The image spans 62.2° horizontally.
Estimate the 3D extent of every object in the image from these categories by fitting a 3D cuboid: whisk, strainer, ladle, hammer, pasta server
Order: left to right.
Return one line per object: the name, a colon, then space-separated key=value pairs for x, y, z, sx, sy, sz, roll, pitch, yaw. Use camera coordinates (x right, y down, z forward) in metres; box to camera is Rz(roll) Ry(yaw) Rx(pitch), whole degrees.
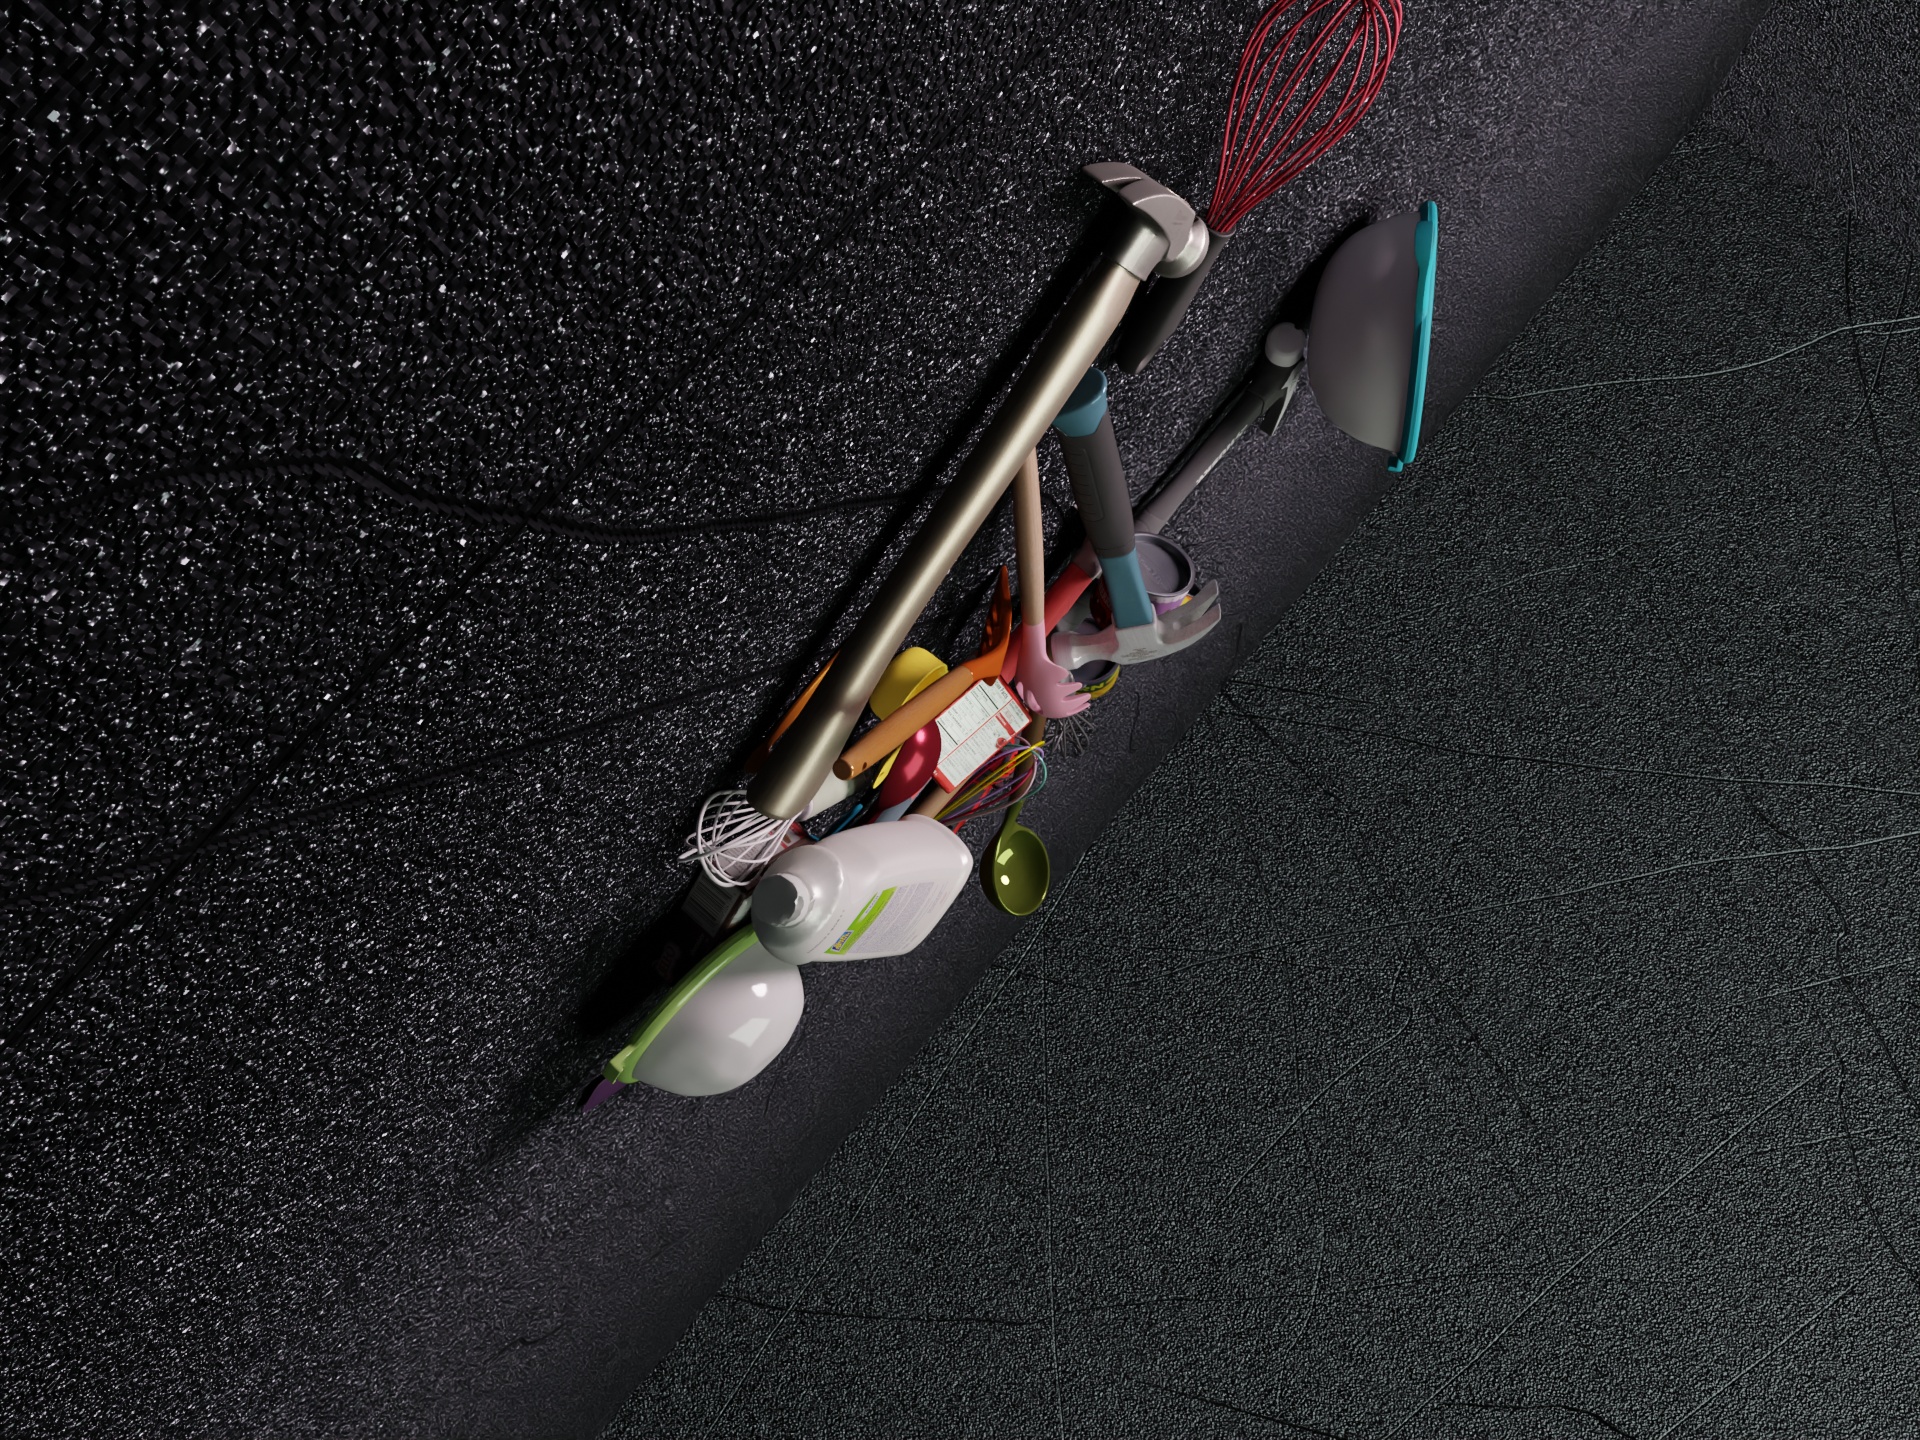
strainer: x=-0.155 y=0.221 z=1.115 sx=0.151 sy=0.069 sz=0.256 roll=-44 pitch=168 yaw=-13
whisk: x=-0.110 y=0.056 z=1.024 sx=0.059 sy=0.058 sz=0.246 roll=-18 pitch=-177 yaw=21
ladle: x=-0.090 y=0.098 z=1.184 sx=0.315 sy=0.031 sz=0.069 roll=-50 pitch=178 yaw=43
whisk: x=-0.015 y=0.080 z=1.312 sx=0.245 sy=0.051 sz=0.047 roll=-37 pitch=-159 yaw=35
hammer: x=-0.007 y=-0.110 z=0.869 sx=0.410 sy=0.038 sz=0.146 roll=-56 pitch=166 yaw=17
hammer: x=-0.002 y=-0.004 z=1.246 sx=0.386 sy=0.038 sz=0.143 roll=-51 pitch=167 yaw=3
ladle: x=0.063 y=0.051 z=1.331 sx=0.078 sy=0.062 sz=0.320 roll=-48 pitch=159 yaw=-38
pasta server: x=0.053 y=-0.090 z=1.070 sx=0.040 sy=0.060 sz=0.316 roll=-39 pitch=153 yaw=-18
whisk: x=0.088 y=-0.010 z=1.386 sx=0.055 sy=0.055 sz=0.238 roll=-49 pitch=167 yaw=-6
hammer: x=0.099 y=-0.123 z=1.056 sx=0.128 sy=0.033 sz=0.330 roll=-8 pitch=154 yaw=10
hammer: x=0.176 y=-0.185 z=1.360 sx=0.335 sy=0.035 sz=0.146 roll=-49 pitch=168 yaw=-7
whisk: x=0.152 y=-0.293 z=0.888 sx=0.073 sy=0.073 sz=0.295 roll=-43 pitch=173 yaw=-33
strainer: x=0.324 y=-0.325 z=1.261 sx=0.340 sy=0.095 sz=0.211 roll=13 pitch=82 yaw=-76

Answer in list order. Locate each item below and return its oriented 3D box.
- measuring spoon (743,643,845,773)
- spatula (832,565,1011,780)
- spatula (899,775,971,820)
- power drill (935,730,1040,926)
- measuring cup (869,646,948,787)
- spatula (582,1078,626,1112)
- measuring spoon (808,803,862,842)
measuring spoon: x=-0.088 y=-0.012 z=0.953 sx=0.117 sy=0.011 sz=0.021 roll=-50 pitch=169 yaw=-2
spatula: x=-0.016 y=-0.023 z=0.999 sx=0.322 sy=0.041 sz=0.081 roll=-40 pitch=148 yaw=-63
spatula: x=-0.069 y=0.129 z=1.230 sx=0.317 sy=0.044 sz=0.082 roll=-47 pitch=-170 yaw=2
power drill: x=-0.007 y=0.085 z=1.424 sx=0.219 sy=0.078 sz=0.143 roll=-56 pitch=167 yaw=13
measuring cup: x=-0.050 y=0.001 z=1.112 sx=0.062 sy=0.029 sz=0.156 roll=-43 pitch=169 yaw=-33
spatula: x=-0.191 y=0.223 z=1.287 sx=0.316 sy=0.018 sz=0.059 roll=-35 pitch=164 yaw=-49
measuring spoon: x=-0.101 y=0.077 z=1.102 sx=0.042 sy=0.021 sz=0.128 roll=-39 pitch=178 yaw=-37
